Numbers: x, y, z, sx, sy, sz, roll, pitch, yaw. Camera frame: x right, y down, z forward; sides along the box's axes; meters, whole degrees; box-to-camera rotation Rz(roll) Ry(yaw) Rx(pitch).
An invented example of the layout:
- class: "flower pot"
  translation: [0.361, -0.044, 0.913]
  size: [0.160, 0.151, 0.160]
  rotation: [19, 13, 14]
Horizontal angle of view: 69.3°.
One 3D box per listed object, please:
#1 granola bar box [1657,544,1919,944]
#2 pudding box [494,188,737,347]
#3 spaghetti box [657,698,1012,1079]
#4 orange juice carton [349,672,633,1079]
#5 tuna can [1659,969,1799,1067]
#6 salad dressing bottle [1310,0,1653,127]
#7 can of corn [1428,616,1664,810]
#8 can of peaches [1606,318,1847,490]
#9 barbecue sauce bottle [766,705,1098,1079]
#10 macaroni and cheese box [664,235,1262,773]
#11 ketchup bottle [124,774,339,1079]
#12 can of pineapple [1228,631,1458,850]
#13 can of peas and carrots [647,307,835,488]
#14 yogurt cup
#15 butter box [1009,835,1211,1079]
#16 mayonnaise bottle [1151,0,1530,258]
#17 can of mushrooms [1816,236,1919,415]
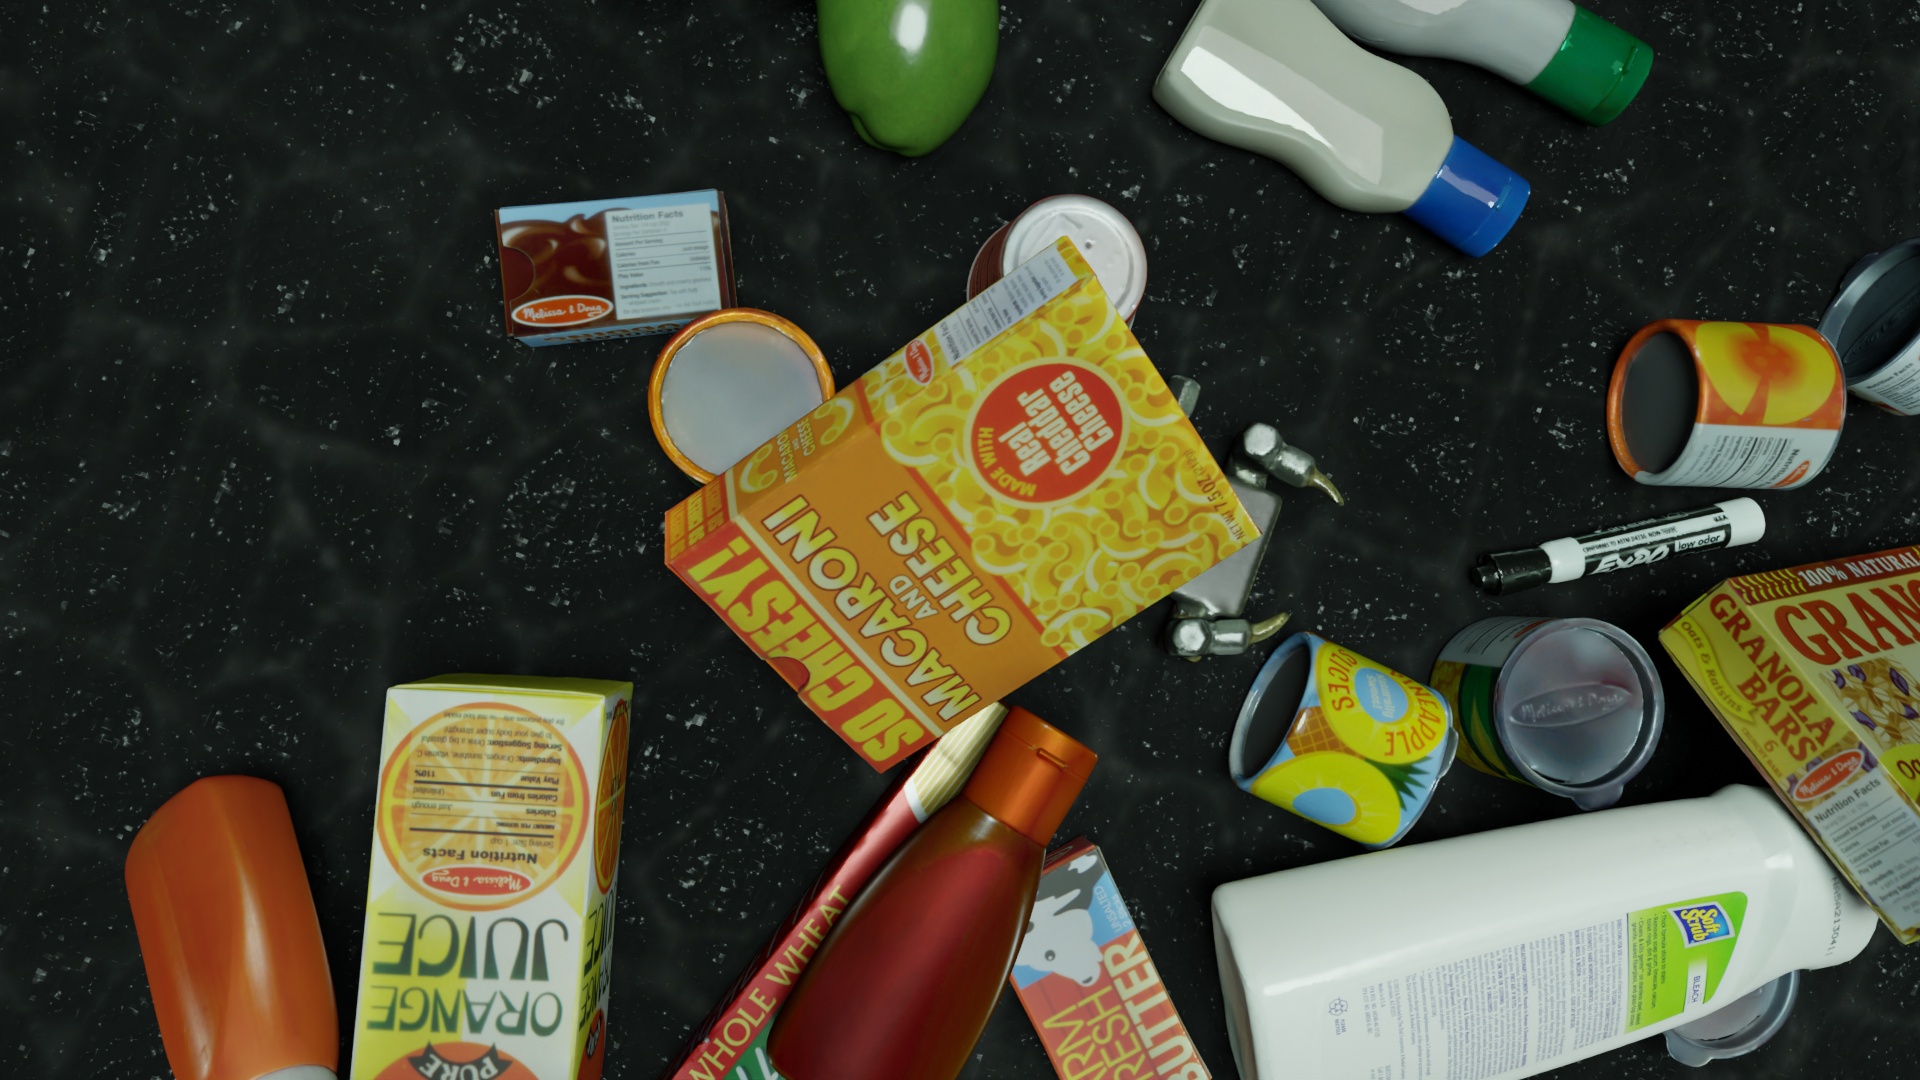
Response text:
- class: "granola bar box"
  translation: [0.351, 0.064, 0.503]
  size: [0.166, 0.038, 0.124]
  rotation: [-5, 53, -31]
- class: "pudding box"
  translation: [-0.128, -0.102, 0.522]
  size: [0.084, 0.030, 0.049]
  rotation: [-7, 90, -6]
- class: "spaghetti box"
  translation: [-0.052, 0.166, 0.520]
  size: [0.050, 0.028, 0.250]
  rotation: [39, 84, -3]
- class: "orange juice carton"
  translation: [-0.163, 0.145, 0.488]
  size: [0.073, 0.072, 0.192]
  rotation: [4, 87, -6]
- class: "tuna can"
  translation: [0.292, 0.170, 0.554]
  size: [0.071, 0.033, 0.071]
  rotation: [0, 88, -6]
- class: "salad dressing bottle"
  translation: [0.203, -0.215, 0.556]
  size: [0.148, 0.044, 0.064]
  rotation: [26, 84, -5]
- class: "can of corn"
  translation: [0.225, 0.065, 0.538]
  size: [0.071, 0.058, 0.071]
  rotation: [0, 88, -6]
- class: "can of peaches"
  translation: [0.299, -0.055, 0.548]
  size: [0.058, 0.071, 0.071]
  rotation: [1, 88, -5]
- class: "barbecue sauce bottle"
  translation: [-0.004, 0.130, 0.489]
  size: [0.065, 0.043, 0.148]
  rotation: [32, 84, -4]
- class: "macaroni and cheese box"
  translation: [0.002, -0.006, 0.480]
  size: [0.166, 0.040, 0.123]
  rotation: [-34, 123, 9]
- class: "ketchup bottle"
  translation: [-0.233, 0.151, 0.453]
  size: [0.064, 0.043, 0.149]
  rotation: [-49, 54, 16]
- class: "can of pineapple"
  translation: [0.143, 0.074, 0.524]
  size: [0.058, 0.071, 0.071]
  rotation: [25, 86, -4]
- class: "can of peas and carrots"
  translation: [-0.081, -0.050, 0.511]
  size: [0.071, 0.058, 0.071]
  rotation: [0, 88, -6]
- class: "yogurt cup"
  translation: [0.038, -0.098, 0.528]
  size: [0.072, 0.054, 0.072]
  rotation: [0, 87, -6]
- class: "butter box"
  translation: [0.050, 0.172, 0.532]
  size: [0.053, 0.024, 0.103]
  rotation: [-26, 91, -7]
- class: "mayonnaise bottle"
  translation: [0.153, -0.164, 0.550]
  size: [0.148, 0.041, 0.065]
  rotation: [30, 87, -5]
- class: "can of mushrooms"
  translation: [0.381, -0.087, 0.558]
  size: [0.033, 0.071, 0.071]
  rotation: [25, 86, -4]
